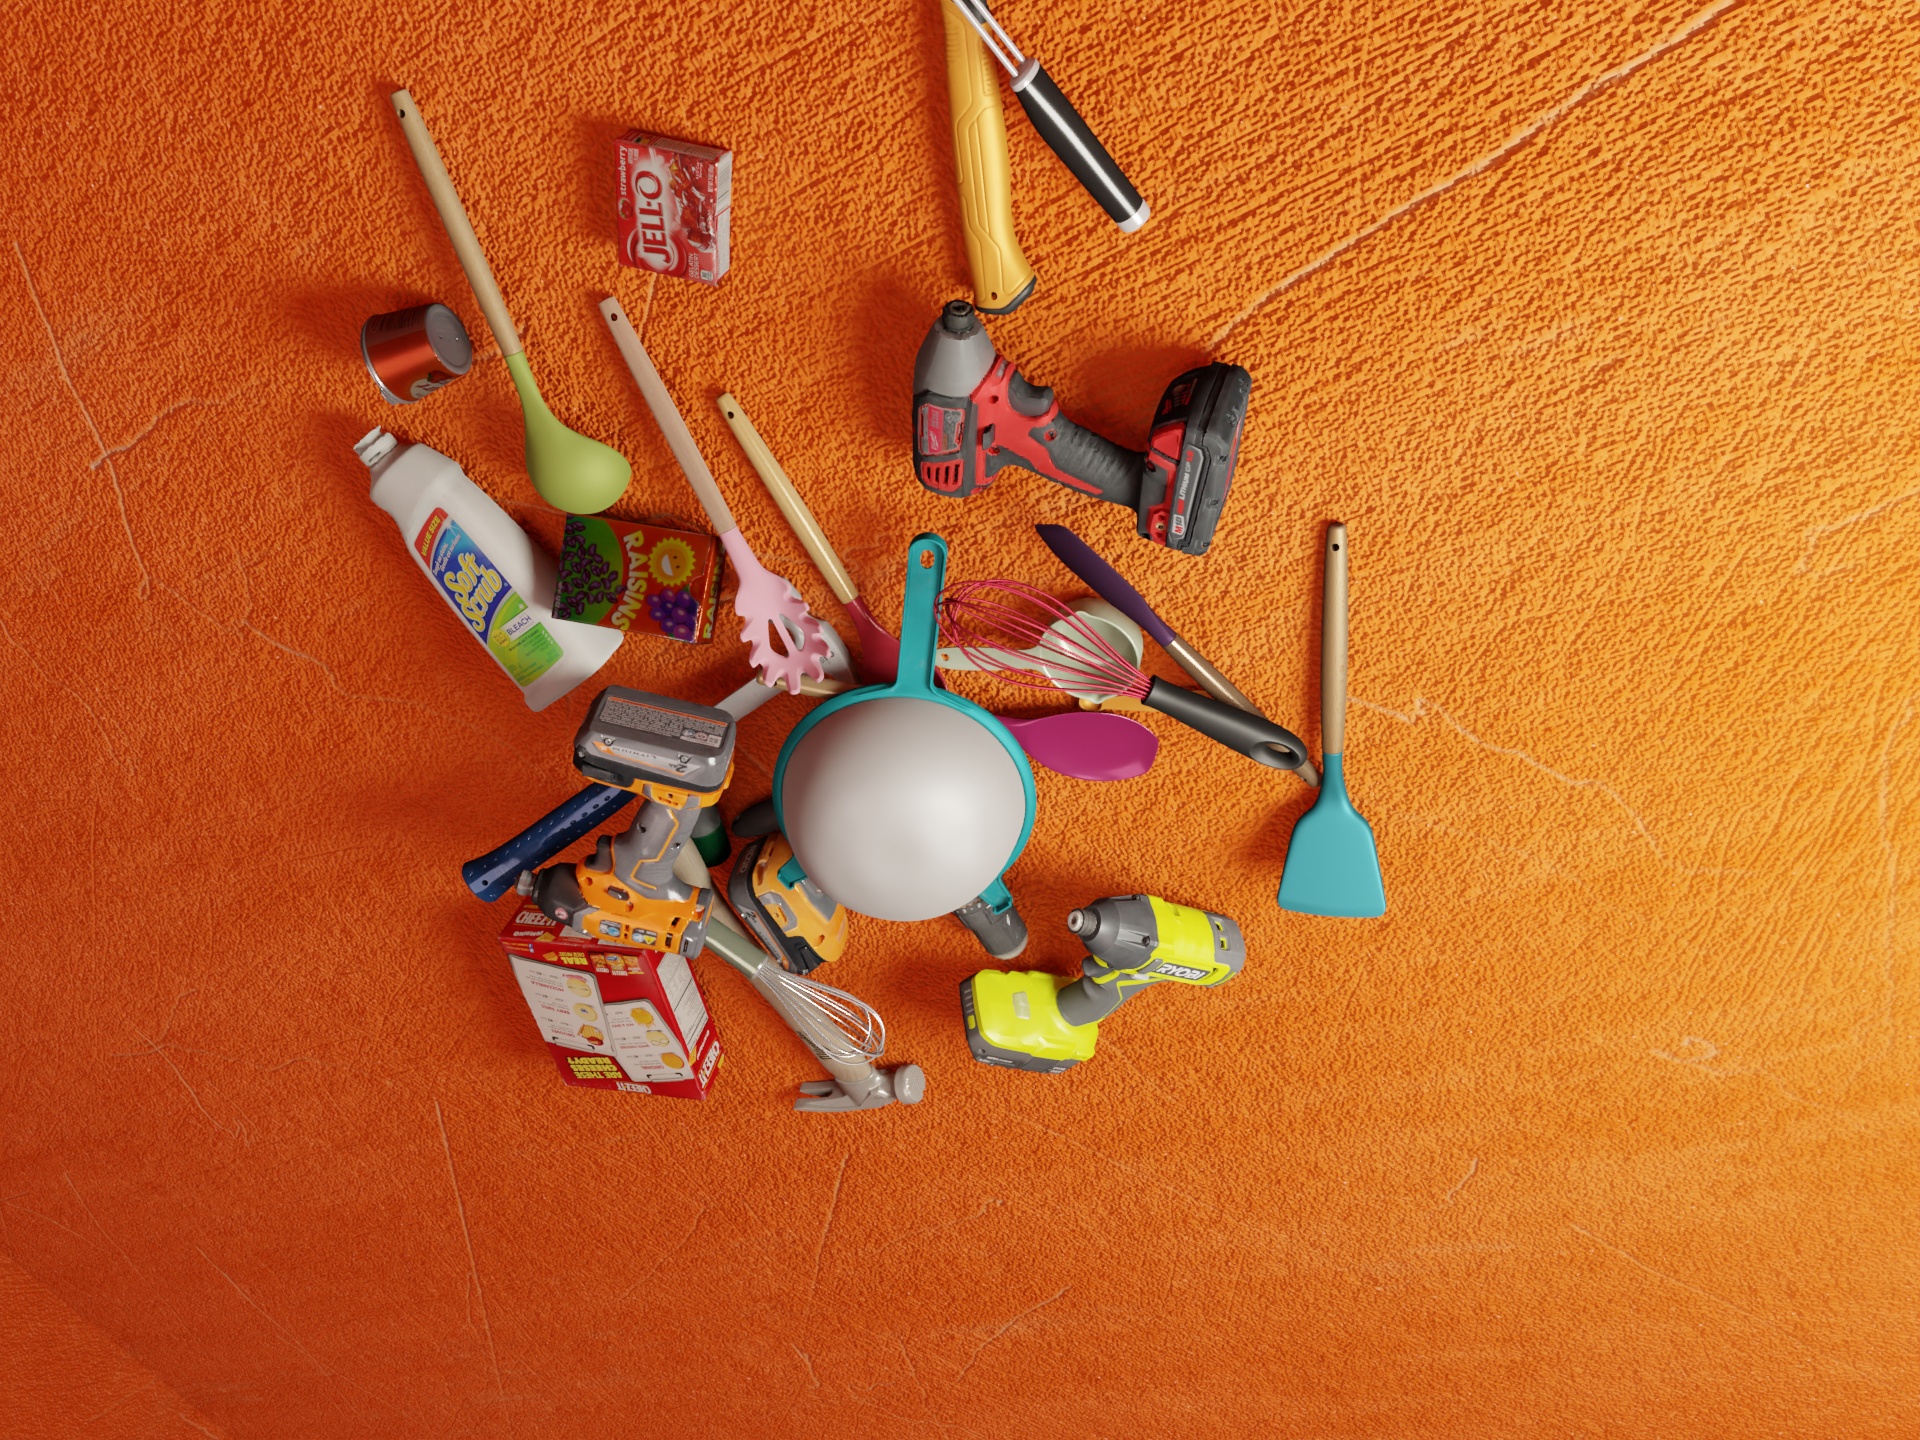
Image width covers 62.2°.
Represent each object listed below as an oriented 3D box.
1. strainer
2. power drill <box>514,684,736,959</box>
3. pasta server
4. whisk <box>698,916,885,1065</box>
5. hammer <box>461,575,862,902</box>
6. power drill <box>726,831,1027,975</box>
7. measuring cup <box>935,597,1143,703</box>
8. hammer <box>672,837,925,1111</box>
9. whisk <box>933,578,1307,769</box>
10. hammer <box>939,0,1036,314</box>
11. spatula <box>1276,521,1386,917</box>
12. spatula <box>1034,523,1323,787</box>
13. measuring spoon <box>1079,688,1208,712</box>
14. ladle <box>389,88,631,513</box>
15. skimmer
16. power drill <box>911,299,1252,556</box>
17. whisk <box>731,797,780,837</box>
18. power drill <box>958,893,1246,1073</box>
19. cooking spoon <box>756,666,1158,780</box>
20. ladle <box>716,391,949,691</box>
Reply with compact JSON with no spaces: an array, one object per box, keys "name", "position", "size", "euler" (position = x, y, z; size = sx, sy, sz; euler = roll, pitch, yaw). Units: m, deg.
[{"name":"strainer","position":[-0.041,0.029,1.198],"size":[0.211,0.095,0.340],"euler":[7,122,0]},{"name":"power drill","position":[-0.272,0.088,1.286],"size":[0.164,0.084,0.226],"euler":[13,123,-4]},{"name":"pasta server","position":[-0.185,-0.164,1.175],"size":[0.060,0.040,0.316],"euler":[-27,108,0]},{"name":"whisk","position":[-0.168,0.219,1.384],"size":[0.246,0.059,0.058],"euler":[36,102,0]},{"name":"hammer","position":[-0.255,0.042,1.324],"size":[0.405,0.035,0.144],"euler":[-33,113,19]},{"name":"power drill","position":[-0.065,0.154,1.384],"size":[0.226,0.084,0.185],"euler":[-19,120,25]},{"name":"measuring cup","position":[0.057,-0.057,1.202],"size":[0.167,0.038,0.083],"euler":[0,127,21]},{"name":"hammer","position":[-0.190,0.238,1.488],"size":[0.146,0.038,0.410],"euler":[-13,128,28]},{"name":"whisk","position":[0.117,-0.030,1.141],"size":[0.295,0.073,0.073],"euler":[23,131,-8]},{"name":"hammer","position":[-0.003,-0.405,0.951],"size":[0.127,0.034,0.336],"euler":[3,127,16]},{"name":"spatula","position":[0.273,0.005,1.161],"size":[0.082,0.044,0.317],"euler":[3,123,17]},{"name":"spatula","position":[0.165,-0.044,1.155],"size":[0.315,0.018,0.060],"euler":[40,168,-26]},{"name":"measuring spoon","position":[0.149,-0.017,1.220],"size":[0.117,0.011,0.021],"euler":[-2,132,16]},{"name":"ladle","position":[-0.329,-0.296,1.153],"size":[0.078,0.062,0.320],"euler":[-7,117,26]},{"name":"skimmer","position":[0.016,-0.400,0.862],"size":[0.362,0.127,0.090],"euler":[40,165,-37]},{"name":"power drill","position":[0.073,-0.197,1.053],"size":[0.220,0.079,0.143],"euler":[15,140,11]},{"name":"whisk","position":[-0.114,0.059,1.349],"size":[0.239,0.055,0.055],"euler":[-23,117,37]},{"name":"power drill","position":[0.105,0.217,1.341],"size":[0.171,0.080,0.223],"euler":[16,139,-35]},{"name":"cooking spoon","position":[-0.002,-0.004,1.244],"size":[0.319,0.017,0.068],"euler":[12,128,-4]},{"name":"ladle","position":[-0.099,-0.113,1.217],"size":[0.069,0.031,0.315],"euler":[-24,115,17]}]
